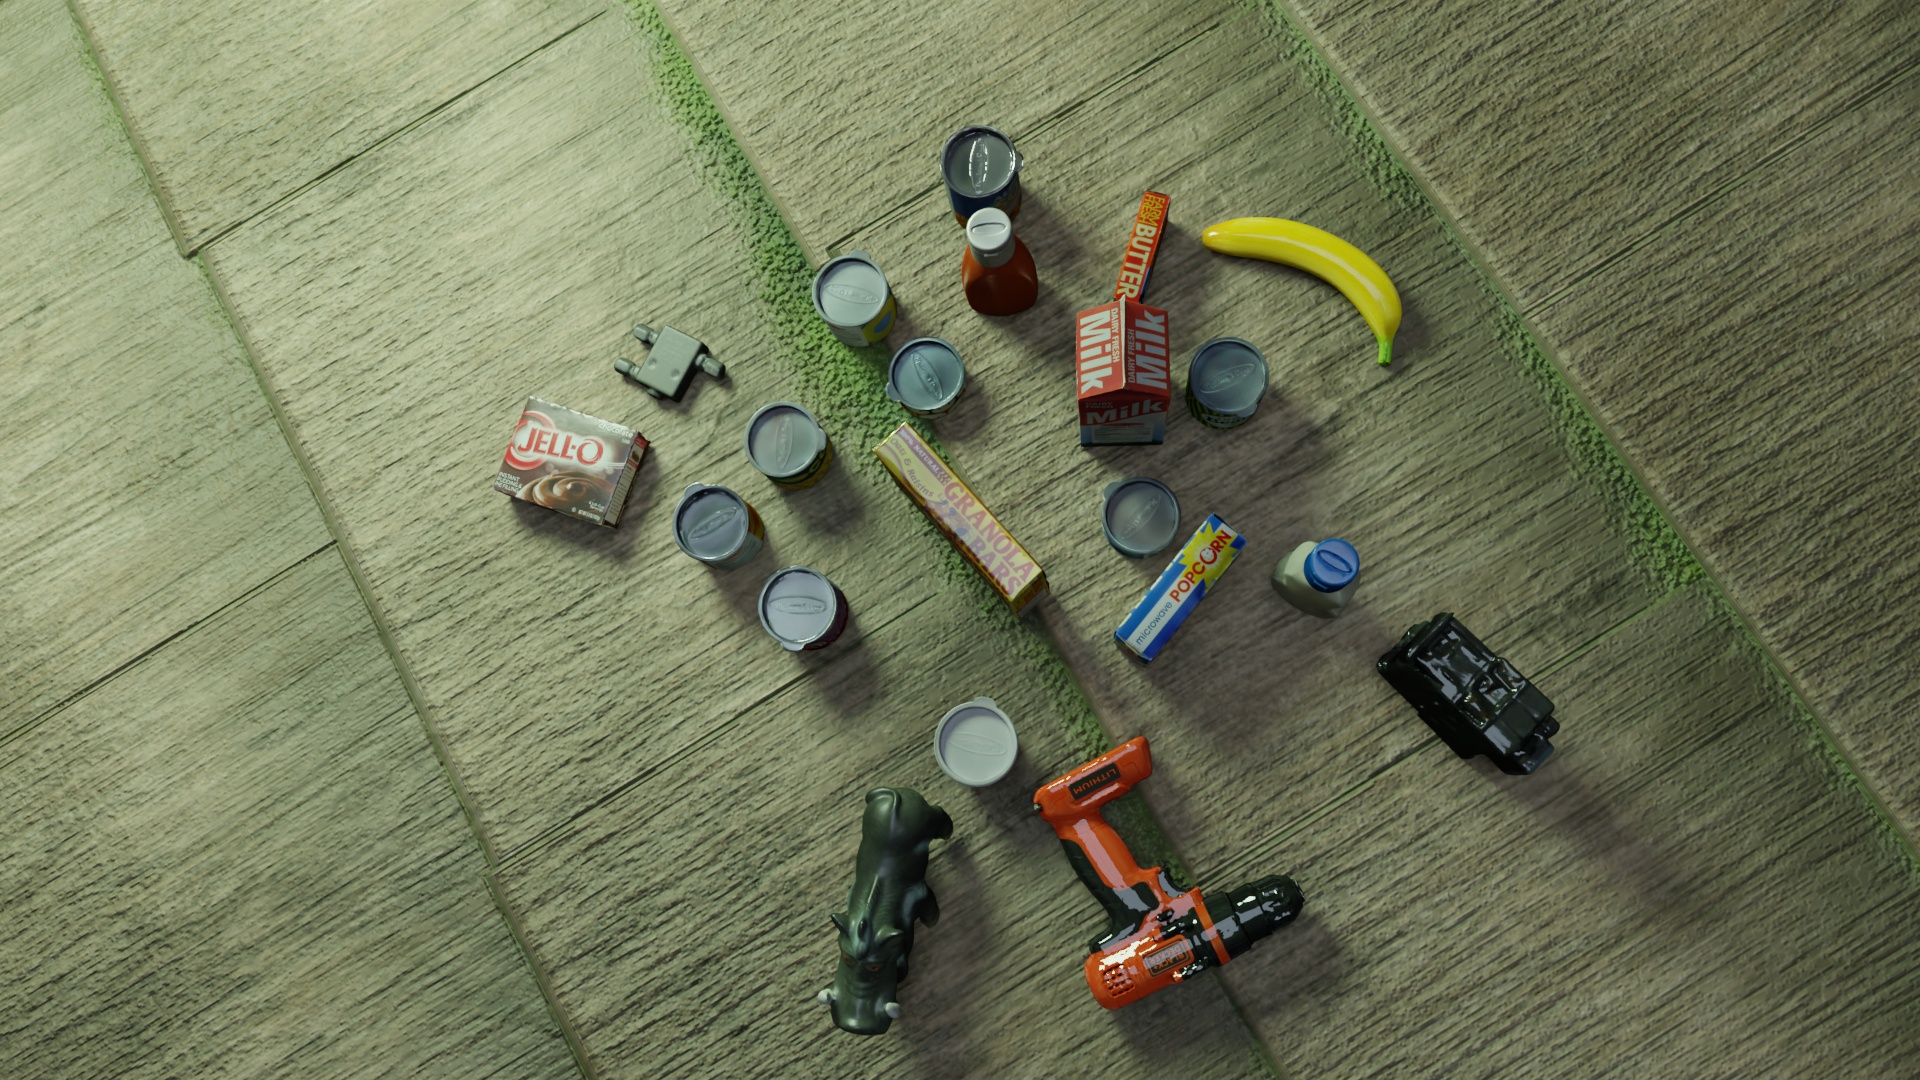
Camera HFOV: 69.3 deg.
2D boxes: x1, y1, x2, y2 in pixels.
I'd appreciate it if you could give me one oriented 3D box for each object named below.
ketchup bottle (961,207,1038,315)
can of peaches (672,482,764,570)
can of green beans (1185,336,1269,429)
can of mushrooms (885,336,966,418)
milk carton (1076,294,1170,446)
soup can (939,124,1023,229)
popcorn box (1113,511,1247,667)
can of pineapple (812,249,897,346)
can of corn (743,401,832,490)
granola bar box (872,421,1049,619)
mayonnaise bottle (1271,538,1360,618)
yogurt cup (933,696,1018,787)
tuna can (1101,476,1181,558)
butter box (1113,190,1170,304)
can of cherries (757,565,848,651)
[{"bbox_3d":[0.030,-0.232,1.162,0.065,0.148,0.043,-4,80,5],"label":"ketchup bottle"},{"bbox_3d":[-0.208,-0.012,1.192,0.071,0.058,0.071,-1,80,6],"label":"can of peaches"},{"bbox_3d":[0.224,-0.131,1.171,0.071,0.057,0.071,-1,80,6],"label":"can of green beans"},{"bbox_3d":[-0.030,-0.140,1.210,0.071,0.033,0.071,-1,80,6],"label":"can of mushrooms"},{"bbox_3d":[0.130,-0.132,1.113,0.073,0.190,0.072,-1,80,6],"label":"milk carton"},{"bbox_3d":[0.022,-0.313,1.211,0.071,0.083,0.071,-1,80,6],"label":"soup can"},{"bbox_3d":[0.177,0.043,1.130,0.038,0.085,0.127,39,86,11],"label":"popcorn box"},{"bbox_3d":[-0.091,-0.211,1.217,0.071,0.058,0.071,-1,80,6],"label":"can of pineapple"},{"bbox_3d":[-0.145,-0.081,1.198,0.071,0.058,0.071,-1,80,6],"label":"can of corn"},{"bbox_3d":[0.004,-0.014,1.138,0.039,0.124,0.166,-42,79,-2],"label":"granola bar box"},{"bbox_3d":[0.283,0.028,1.090,0.065,0.148,0.041,32,85,10],"label":"mayonnaise bottle"},{"bbox_3d":[0.015,0.168,1.139,0.072,0.054,0.072,-1,80,6],"label":"yogurt cup"},{"bbox_3d":[0.150,-0.020,1.171,0.071,0.033,0.071,-1,80,6],"label":"tuna can"},{"bbox_3d":[0.156,-0.244,1.201,0.024,0.053,0.103,16,82,8],"label":"butter box"},{"bbox_3d":[-0.133,0.061,1.171,0.071,0.058,0.071,-1,80,6],"label":"can of cherries"}]
